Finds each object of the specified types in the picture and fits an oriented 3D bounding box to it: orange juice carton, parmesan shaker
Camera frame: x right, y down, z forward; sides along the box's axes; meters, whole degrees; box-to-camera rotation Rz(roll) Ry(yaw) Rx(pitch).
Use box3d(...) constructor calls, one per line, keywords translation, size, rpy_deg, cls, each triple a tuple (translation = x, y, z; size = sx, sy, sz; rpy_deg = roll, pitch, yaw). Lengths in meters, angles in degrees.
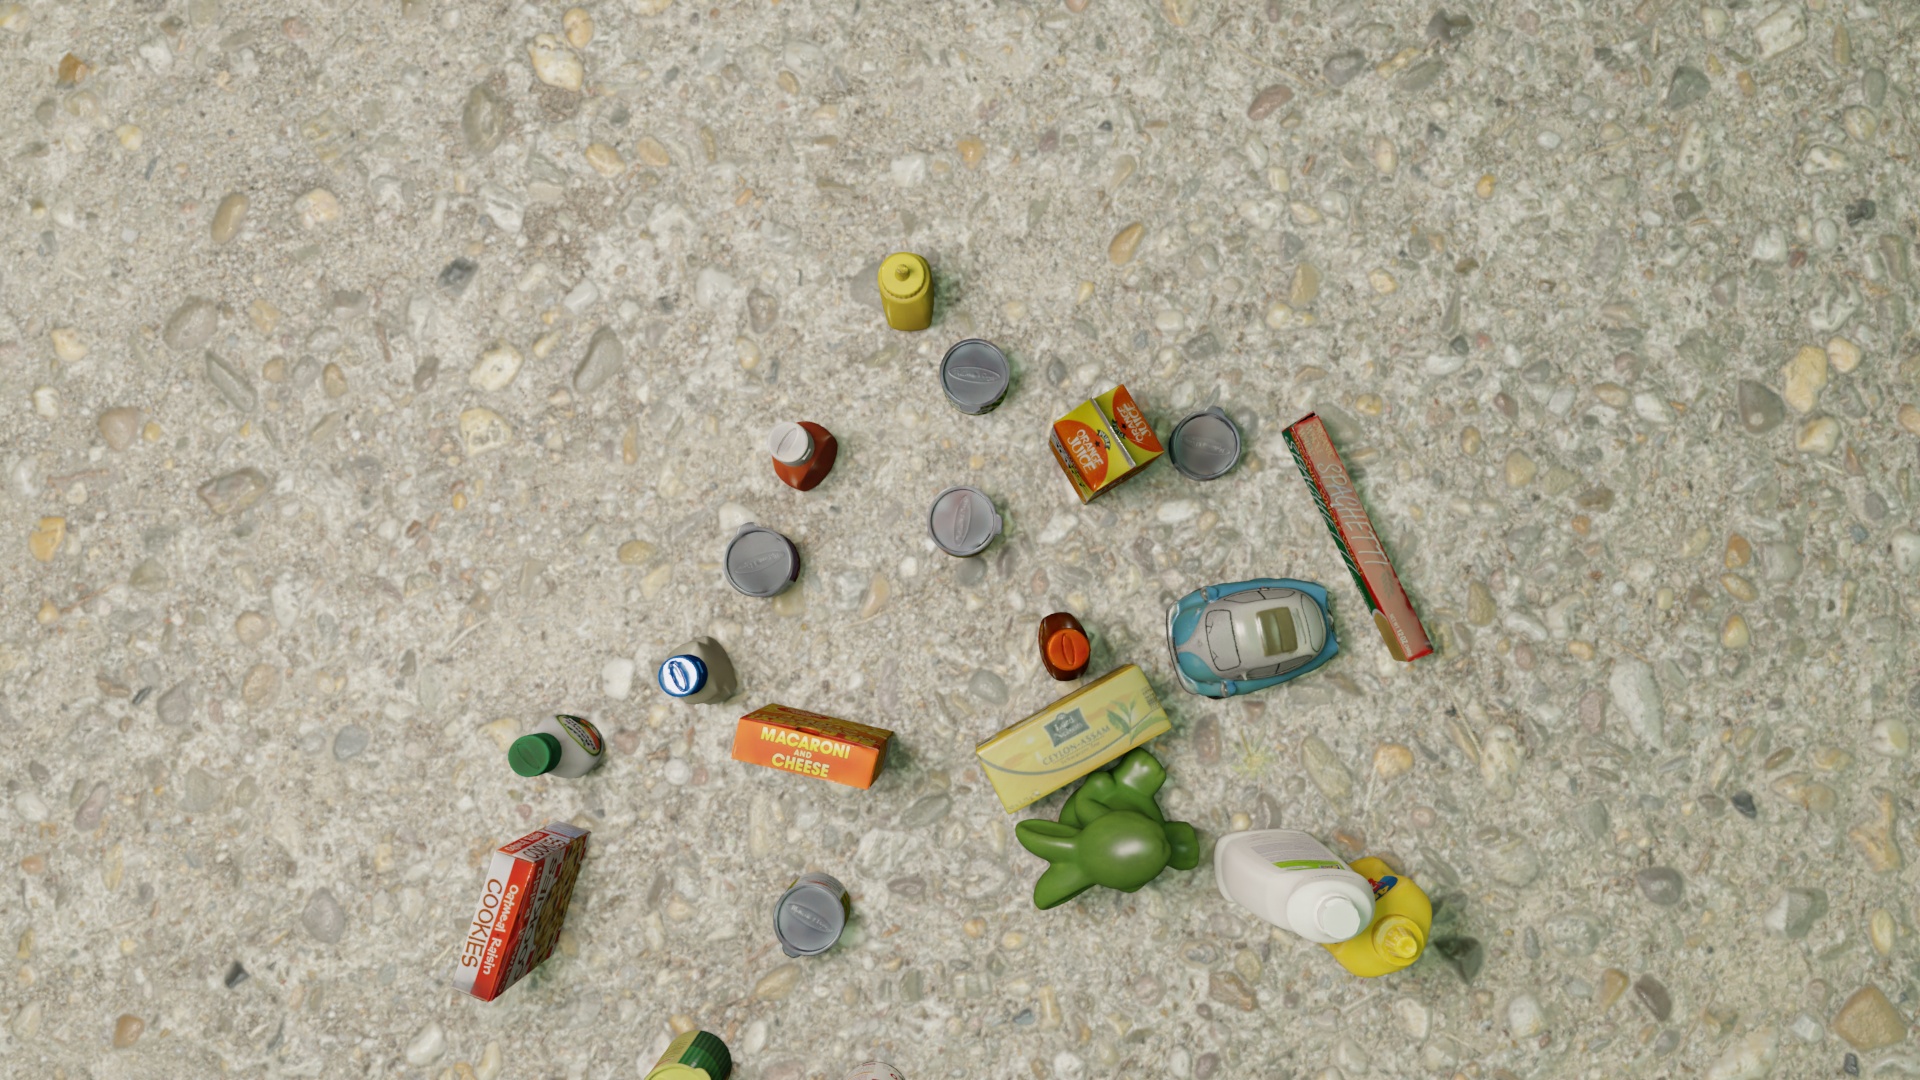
box3d(translation=(0.130, -0.086, 1.252), size=(0.073, 0.192, 0.072), rpy_deg=(-30, 87, 0), cls="orange juice carton")
box3d(translation=(-0.247, 0.493, 1.267), size=(0.071, 0.103, 0.071), rpy_deg=(0, 87, 1), cls="parmesan shaker")

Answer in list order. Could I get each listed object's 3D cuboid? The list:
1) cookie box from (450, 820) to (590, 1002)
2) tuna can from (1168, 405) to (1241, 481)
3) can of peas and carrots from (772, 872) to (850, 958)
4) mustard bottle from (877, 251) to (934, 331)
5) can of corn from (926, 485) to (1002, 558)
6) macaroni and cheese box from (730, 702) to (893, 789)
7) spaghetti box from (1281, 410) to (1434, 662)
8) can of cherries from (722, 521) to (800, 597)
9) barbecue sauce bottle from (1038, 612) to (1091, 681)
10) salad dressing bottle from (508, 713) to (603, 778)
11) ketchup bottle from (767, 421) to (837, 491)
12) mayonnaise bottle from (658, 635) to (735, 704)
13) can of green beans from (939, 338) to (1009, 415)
box3d(translation=(-0.390, 0.329, 1.249), size=(0.040, 0.167, 0.123), rpy_deg=(17, 87, 2), cls="cookie box")
box3d(translation=(0.234, -0.092, 1.330), size=(0.071, 0.033, 0.071), rpy_deg=(0, 86, 1), cls="tuna can")
box3d(translation=(-0.139, 0.350, 1.296), size=(0.071, 0.058, 0.071), rpy_deg=(0, 87, 1), cls="can of peas and carrots")
box3d(translation=(-0.051, -0.236, 1.282), size=(0.049, 0.160, 0.065), rpy_deg=(-1, 87, 1), cls="mustard bottle")
box3d(translation=(0.005, -0.017, 1.317), size=(0.071, 0.058, 0.071), rpy_deg=(0, 87, 1), cls="can of corn")
box3d(translation=(-0.130, 0.183, 1.253), size=(0.124, 0.166, 0.040), rpy_deg=(13, 87, 2), cls="macaroni and cheese box")
box3d(translation=(0.373, -0.003, 1.312), size=(0.029, 0.050, 0.250), rpy_deg=(-25, 86, 0), cls="spaghetti box")
box3d(translation=(-0.188, 0.019, 1.319), size=(0.071, 0.058, 0.071), rpy_deg=(0, 87, 1), cls="can of cherries")
box3d(translation=(0.095, 0.097, 1.263), size=(0.044, 0.148, 0.065), rpy_deg=(-11, 87, 1), cls="barbecue sauce bottle")
box3d(translation=(-0.370, 0.190, 1.267), size=(0.044, 0.147, 0.064), rpy_deg=(-43, 87, -1), cls="salad dressing bottle")
box3d(translation=(-0.147, -0.082, 1.280), size=(0.043, 0.149, 0.065), rpy_deg=(33, 88, 3), cls="ketchup bottle")
box3d(translation=(-0.242, 0.121, 1.269), size=(0.041, 0.148, 0.065), rpy_deg=(-24, 87, 0), cls="mayonnaise bottle")
box3d(translation=(0.014, -0.155, 1.327), size=(0.071, 0.058, 0.071), rpy_deg=(0, 87, 1), cls="can of green beans")
